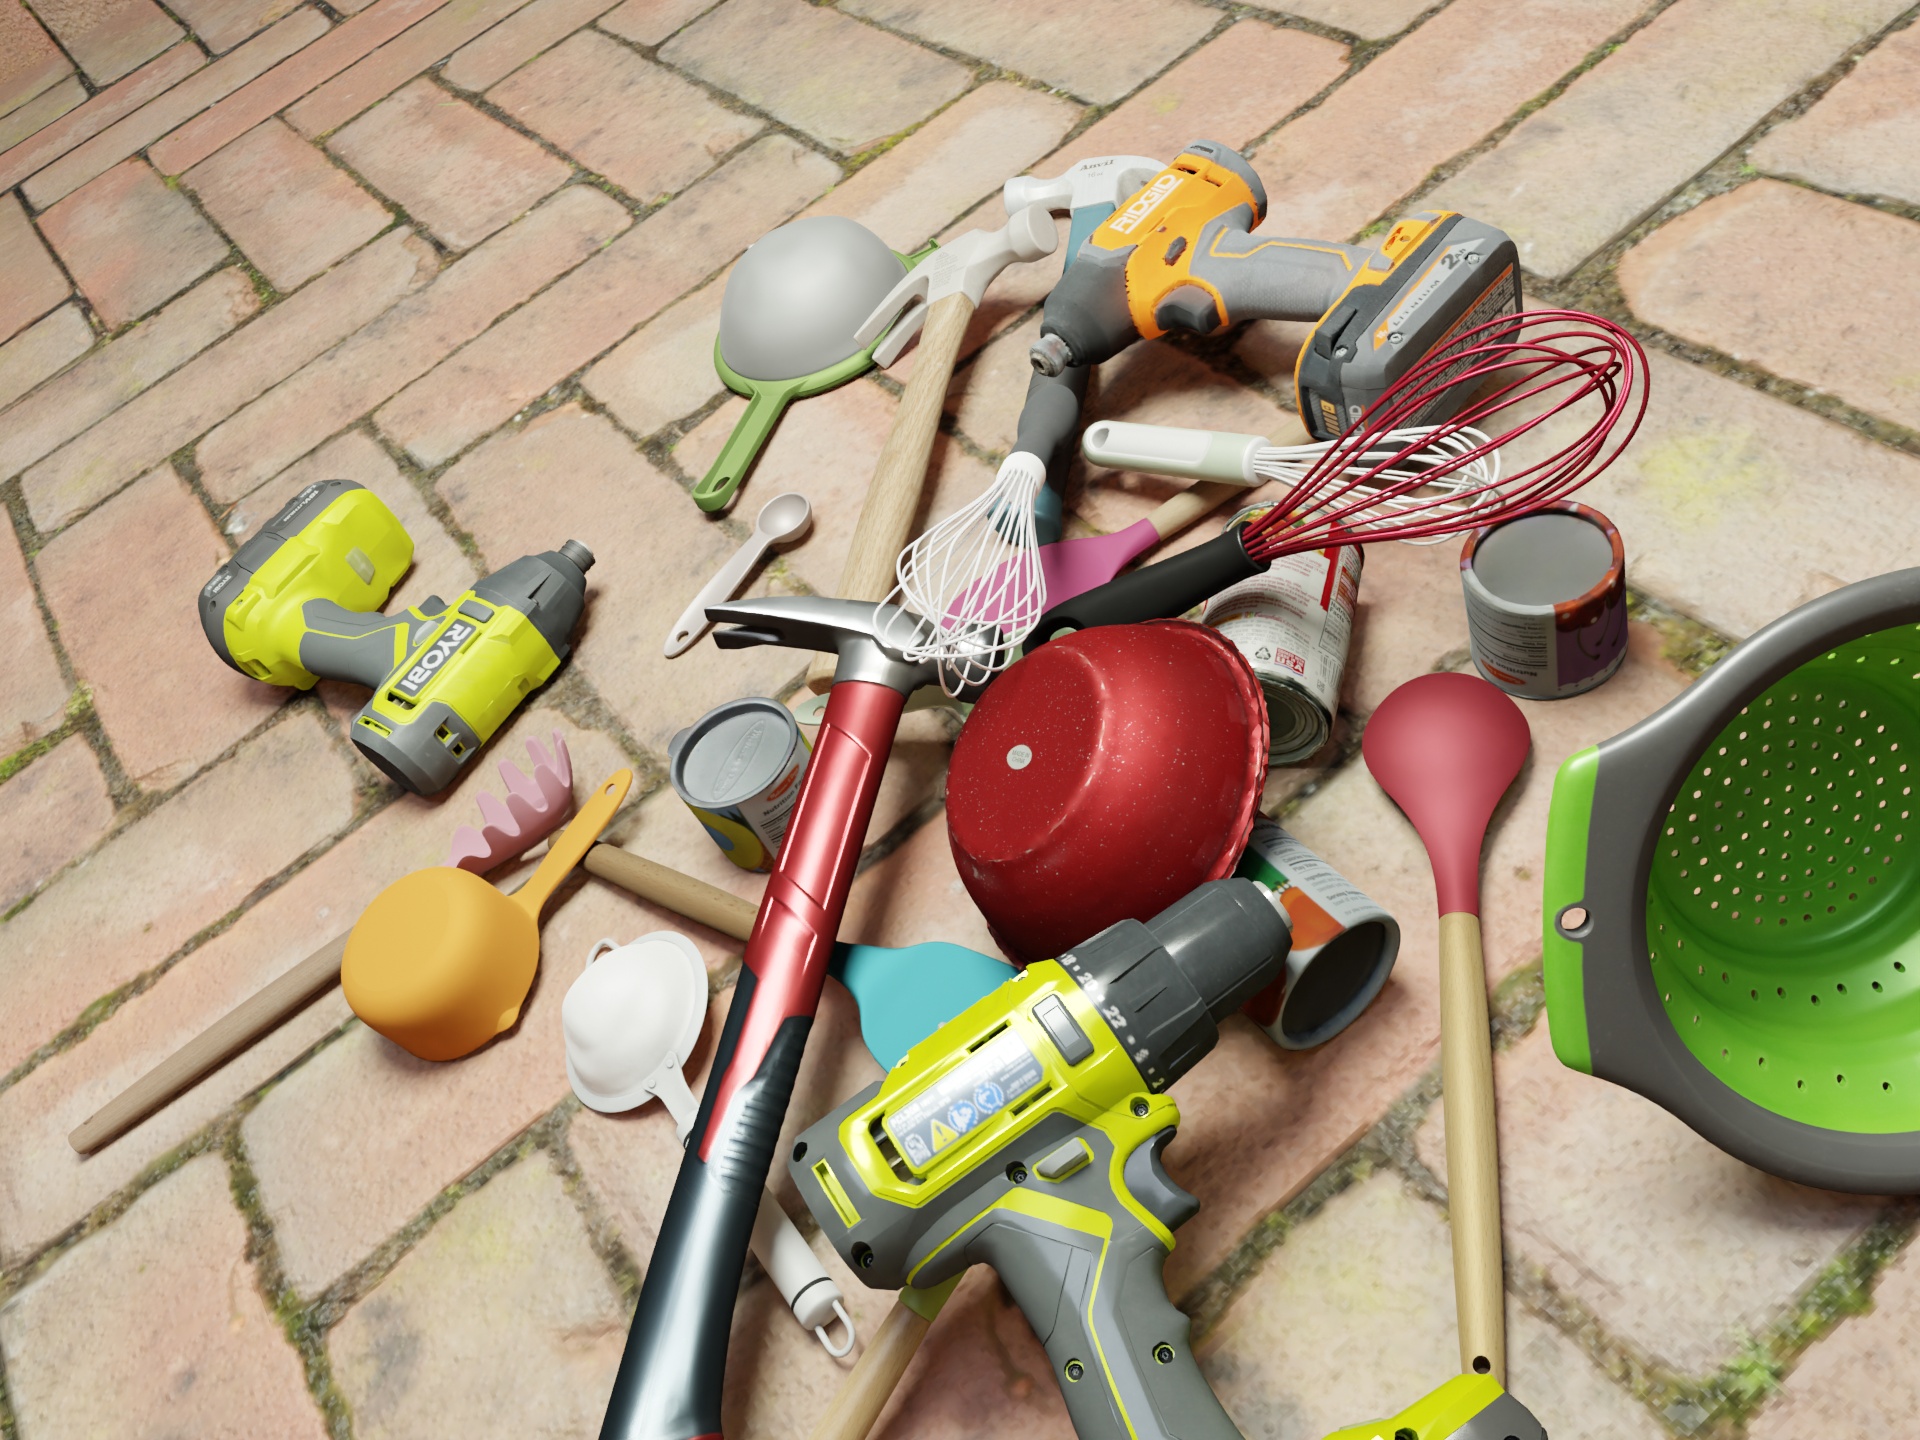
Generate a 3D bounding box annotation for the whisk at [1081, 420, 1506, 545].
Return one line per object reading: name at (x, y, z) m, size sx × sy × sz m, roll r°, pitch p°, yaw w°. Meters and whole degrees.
whisk at (0.150, -0.124, 0.769) m, size 0.246 × 0.059 × 0.058 m, roll 17°, pitch 84°, yaw 46°

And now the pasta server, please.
pasta server at (-0.325, 0.115, 0.818) m, size 0.316 × 0.040 × 0.060 m, roll -37°, pitch 24°, yaw -7°

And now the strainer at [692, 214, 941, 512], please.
strainer at (-0.121, -0.242, 1.009) m, size 0.151 × 0.069 × 0.256 m, roll 3°, pitch 52°, yaw 26°

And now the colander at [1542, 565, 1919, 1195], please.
colander at (0.378, 0.038, 0.526) m, size 0.397 × 0.204 × 0.094 m, roll -4°, pitch 14°, yaw 1°

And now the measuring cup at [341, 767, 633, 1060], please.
measuring cup at (-0.230, 0.082, 0.777) m, size 0.095 × 0.052 × 0.173 m, roll 29°, pitch 77°, yaw 41°

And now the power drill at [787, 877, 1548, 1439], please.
power drill at (0.077, 0.175, 0.515) m, size 0.190 × 0.080 × 0.229 m, roll -34°, pitch 62°, yaw -7°

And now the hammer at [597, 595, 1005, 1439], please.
hammer at (-0.089, 0.109, 0.650) m, size 0.143 × 0.038 × 0.387 m, roll 7°, pitch 57°, yaw 12°

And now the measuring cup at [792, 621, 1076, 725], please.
measuring cup at (-0.001, -0.002, 0.774) m, size 0.167 × 0.038 × 0.083 m, roll -6°, pitch 50°, yaw 22°

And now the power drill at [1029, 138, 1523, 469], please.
power drill at (0.150, -0.212, 0.823) m, size 0.164 × 0.084 × 0.227 m, roll -46°, pitch 50°, yaw -14°

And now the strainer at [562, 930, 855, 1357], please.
strainer at (-0.115, 0.168, 0.678) m, size 0.087 × 0.050 × 0.259 m, roll -49°, pitch 51°, yaw 2°

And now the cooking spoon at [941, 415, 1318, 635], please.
cooking spoon at (0.121, -0.112, 0.824) m, size 0.319 × 0.017 × 0.069 m, roll -33°, pitch 51°, yaw -5°

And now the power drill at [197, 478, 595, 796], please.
power drill at (-0.334, -0.063, 0.952) m, size 0.223 × 0.080 × 0.171 m, roll 22°, pitch 64°, yaw 32°

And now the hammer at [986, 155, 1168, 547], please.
hammer at (0.064, -0.229, 0.941) m, size 0.128 × 0.033 × 0.331 m, roll -4°, pitch 50°, yaw 23°

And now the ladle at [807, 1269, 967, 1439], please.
ladle at (-0.030, 0.239, 0.581) m, size 0.078 × 0.062 × 0.320 m, roll 31°, pitch 74°, yaw 11°

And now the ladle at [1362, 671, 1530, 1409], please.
ladle at (0.190, 0.100, 0.607) m, size 0.069 × 0.031 × 0.316 m, roll -6°, pitch 51°, yaw 20°

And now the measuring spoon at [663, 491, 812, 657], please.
measuring spoon at (-0.127, -0.081, 0.917) m, size 0.034 × 0.018 × 0.124 m, roll 28°, pitch 74°, yaw 39°

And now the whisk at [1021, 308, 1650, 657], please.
whisk at (0.136, -0.080, 0.651) m, size 0.296 × 0.073 × 0.073 m, roll -26°, pitch 40°, yaw 38°

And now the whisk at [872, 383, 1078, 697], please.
whisk at (0.021, -0.101, 0.749) m, size 0.070 × 0.070 × 0.285 m, roll -7°, pitch 30°, yaw 19°

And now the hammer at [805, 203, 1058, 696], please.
hammer at (-0.032, -0.154, 0.904) m, size 0.130 × 0.031 × 0.332 m, roll -14°, pitch 49°, yaw 39°

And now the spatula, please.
spatula at (-0.090, 0.103, 0.734) m, size 0.318 × 0.044 × 0.082 m, roll 16°, pitch 61°, yaw 39°
